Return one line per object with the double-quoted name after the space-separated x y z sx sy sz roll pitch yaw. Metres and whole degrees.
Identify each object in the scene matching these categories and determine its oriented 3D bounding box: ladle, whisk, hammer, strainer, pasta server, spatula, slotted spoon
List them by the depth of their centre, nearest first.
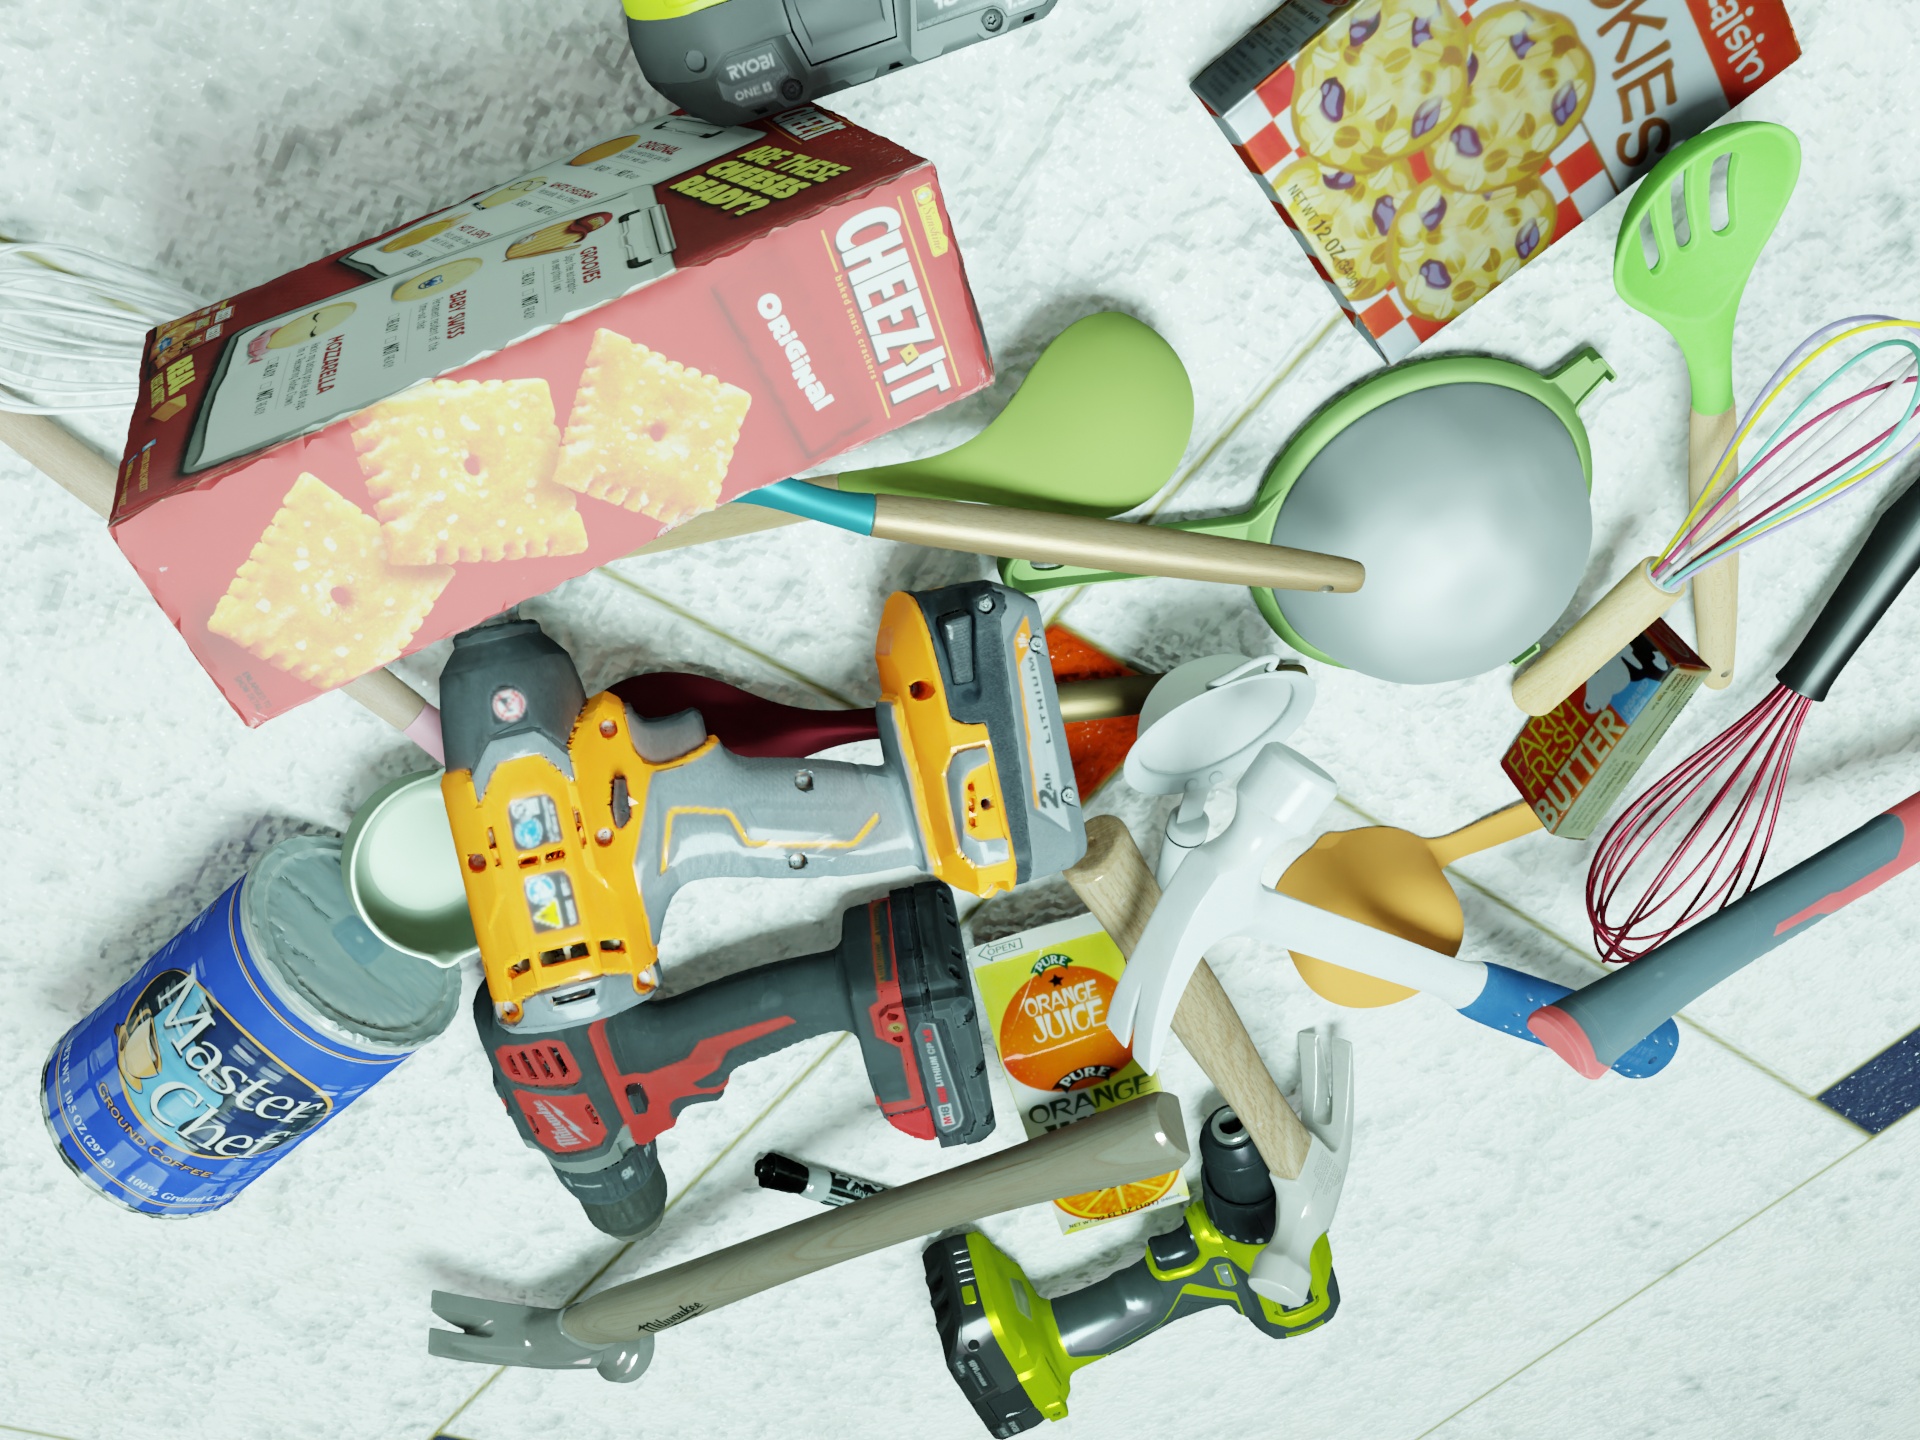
-0.210 -0.118 0.535 0.246 0.059 0.058 4 163 -20 "whisk"
-0.006 -0.058 0.559 0.317 0.044 0.082 5 160 -11 "spatula"
-0.070 -0.087 0.596 0.320 0.062 0.078 -10 131 5 "ladle"
-0.231 -0.018 0.600 0.316 0.060 0.040 42 155 -25 "pasta server"
0.146 -0.060 0.637 0.256 0.069 0.151 -6 129 -9 "strainer"
0.299 -0.068 0.637 0.047 0.051 0.244 5 148 -15 "whisk"
0.300 -0.109 0.639 0.070 0.031 0.313 -28 137 4 "slotted spoon"
-0.001 -0.002 0.681 0.315 0.031 0.069 -6 128 -10 "ladle"
0.101 0.041 0.711 0.087 0.050 0.258 -15 143 -15 "strainer"
0.427 0.051 0.740 0.386 0.038 0.143 -25 130 -14 "hammer"
0.382 0.001 0.745 0.073 0.073 0.295 13 118 -21 "whisk"
0.230 0.127 0.752 0.405 0.035 0.144 22 107 -39 "hammer"
0.126 0.154 0.764 0.031 0.130 0.331 4 142 36 "hammer"
-0.077 0.258 0.787 0.410 0.038 0.146 -27 143 24 "hammer"

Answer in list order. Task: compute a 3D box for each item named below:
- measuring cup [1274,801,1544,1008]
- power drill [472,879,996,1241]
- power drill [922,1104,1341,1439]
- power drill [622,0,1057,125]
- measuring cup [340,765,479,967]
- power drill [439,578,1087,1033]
0.241 0.084 0.782 0.173 0.052 0.095 -25 128 10 "measuring cup"
-0.101 0.173 0.766 0.226 0.080 0.187 -10 129 -1 "power drill"
0.100 0.315 0.920 0.228 0.080 0.190 -22 129 2 "power drill"
-0.049 -0.290 0.413 0.171 0.080 0.223 -18 126 2 "power drill"
-0.179 0.057 0.680 0.167 0.038 0.083 0 95 -35 "measuring cup"
-0.079 0.011 0.602 0.226 0.084 0.164 -14 95 -13 "power drill"
